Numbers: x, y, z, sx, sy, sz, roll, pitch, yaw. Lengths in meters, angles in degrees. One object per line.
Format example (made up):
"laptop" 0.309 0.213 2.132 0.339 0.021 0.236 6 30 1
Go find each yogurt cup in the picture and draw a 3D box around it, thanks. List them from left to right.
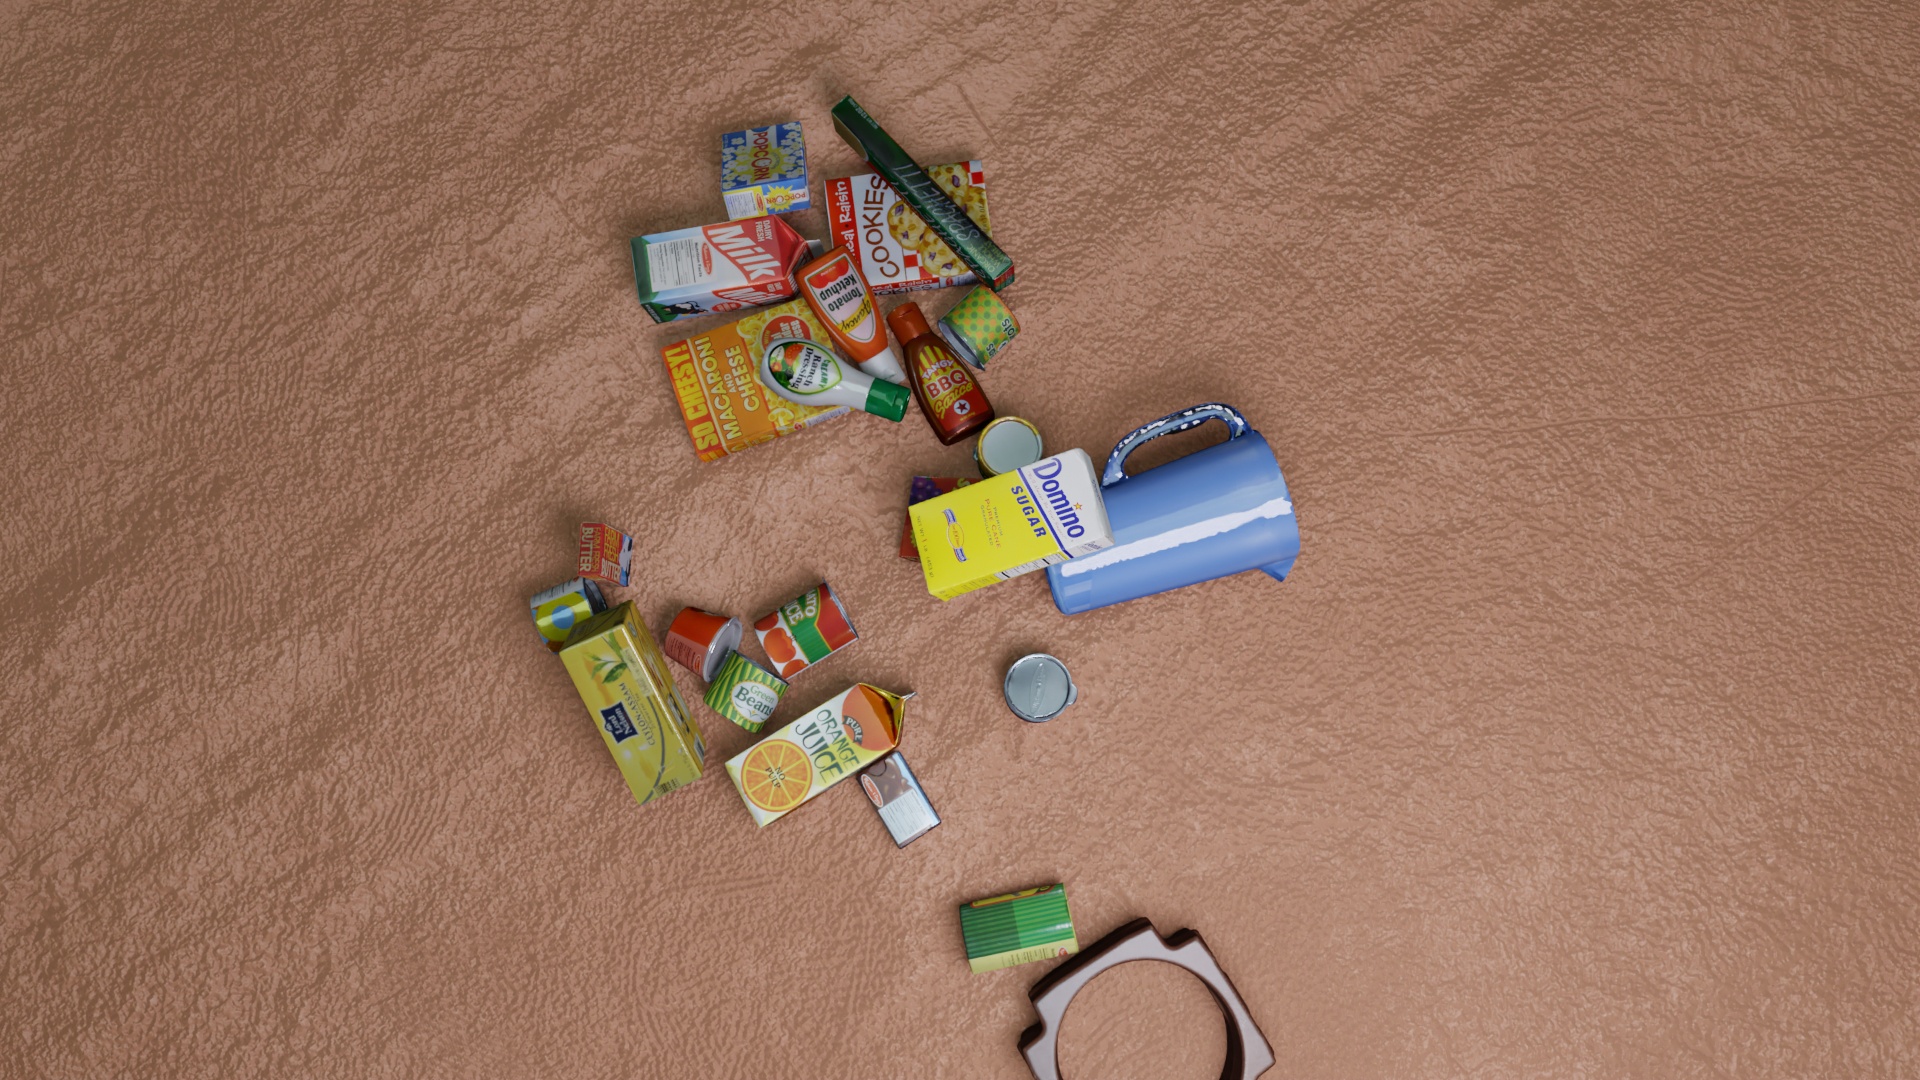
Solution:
"yogurt cup" -0.256 0.100 1.374 0.054 0.072 0.072 23 82 13

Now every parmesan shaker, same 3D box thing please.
"parmesan shaker" 0.055 0.367 1.318 0.103 0.071 0.071 -12 81 0

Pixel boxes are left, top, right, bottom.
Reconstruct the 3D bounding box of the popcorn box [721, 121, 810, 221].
"popcorn box" -0.201 -0.381 1.431 0.085 0.038 0.127 -10 43 0

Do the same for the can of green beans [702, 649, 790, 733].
"can of green beans" -0.210 0.149 1.362 0.071 0.071 0.058 31 83 6

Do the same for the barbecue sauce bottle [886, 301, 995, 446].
"barbecue sauce bottle" -0.026 -0.174 1.423 0.065 0.043 0.148 -28 81 -10

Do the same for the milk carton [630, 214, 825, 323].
"milk carton" -0.234 -0.282 1.432 0.191 0.072 0.073 -10 82 0

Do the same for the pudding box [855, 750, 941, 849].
"pudding box" -0.060 0.253 1.360 0.050 0.030 0.084 -32 81 -3

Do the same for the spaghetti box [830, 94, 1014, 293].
"spaghetti box" -0.038 -0.350 1.409 0.029 0.050 0.250 -42 82 -5

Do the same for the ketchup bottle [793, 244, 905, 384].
"ketchup bottle" -0.107 -0.221 1.408 0.065 0.043 0.148 -32 107 -8

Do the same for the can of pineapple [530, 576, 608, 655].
"can of pineapple" -0.385 0.075 1.379 0.058 0.071 0.071 -22 81 -2

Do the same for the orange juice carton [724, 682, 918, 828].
"orange juice carton" -0.124 0.197 1.350 0.193 0.071 0.073 -31 82 -3

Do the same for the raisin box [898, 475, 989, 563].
"raisin box" 0.005 -0.017 1.372 0.123 0.040 0.086 4 80 33

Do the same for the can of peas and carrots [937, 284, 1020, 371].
"can of peas and carrots" 0.021 -0.217 1.418 0.059 0.071 0.071 -43 82 -6

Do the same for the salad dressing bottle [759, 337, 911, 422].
"salad dressing bottle" -0.124 -0.157 1.383 0.148 0.044 0.064 18 81 2

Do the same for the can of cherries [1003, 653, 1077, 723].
"can of cherries" 0.078 0.147 1.361 0.071 0.058 0.071 0 80 1

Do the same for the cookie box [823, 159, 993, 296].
"cookie box" -0.053 -0.323 1.451 0.167 0.040 0.123 -8 80 -1

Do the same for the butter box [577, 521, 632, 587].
"butter box" -0.350 0.015 1.369 0.024 0.103 0.053 1 82 3

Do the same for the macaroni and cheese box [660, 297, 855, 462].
"macaroni and cheese box" -0.207 -0.165 1.428 0.166 0.040 0.124 -20 81 -3

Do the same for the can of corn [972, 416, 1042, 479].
"can of corn" 0.047 -0.088 1.400 0.071 0.058 0.071 0 81 1

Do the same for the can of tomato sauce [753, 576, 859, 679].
"can of tomato sauce" -0.153 0.087 1.371 0.083 0.071 0.071 -30 81 -3
